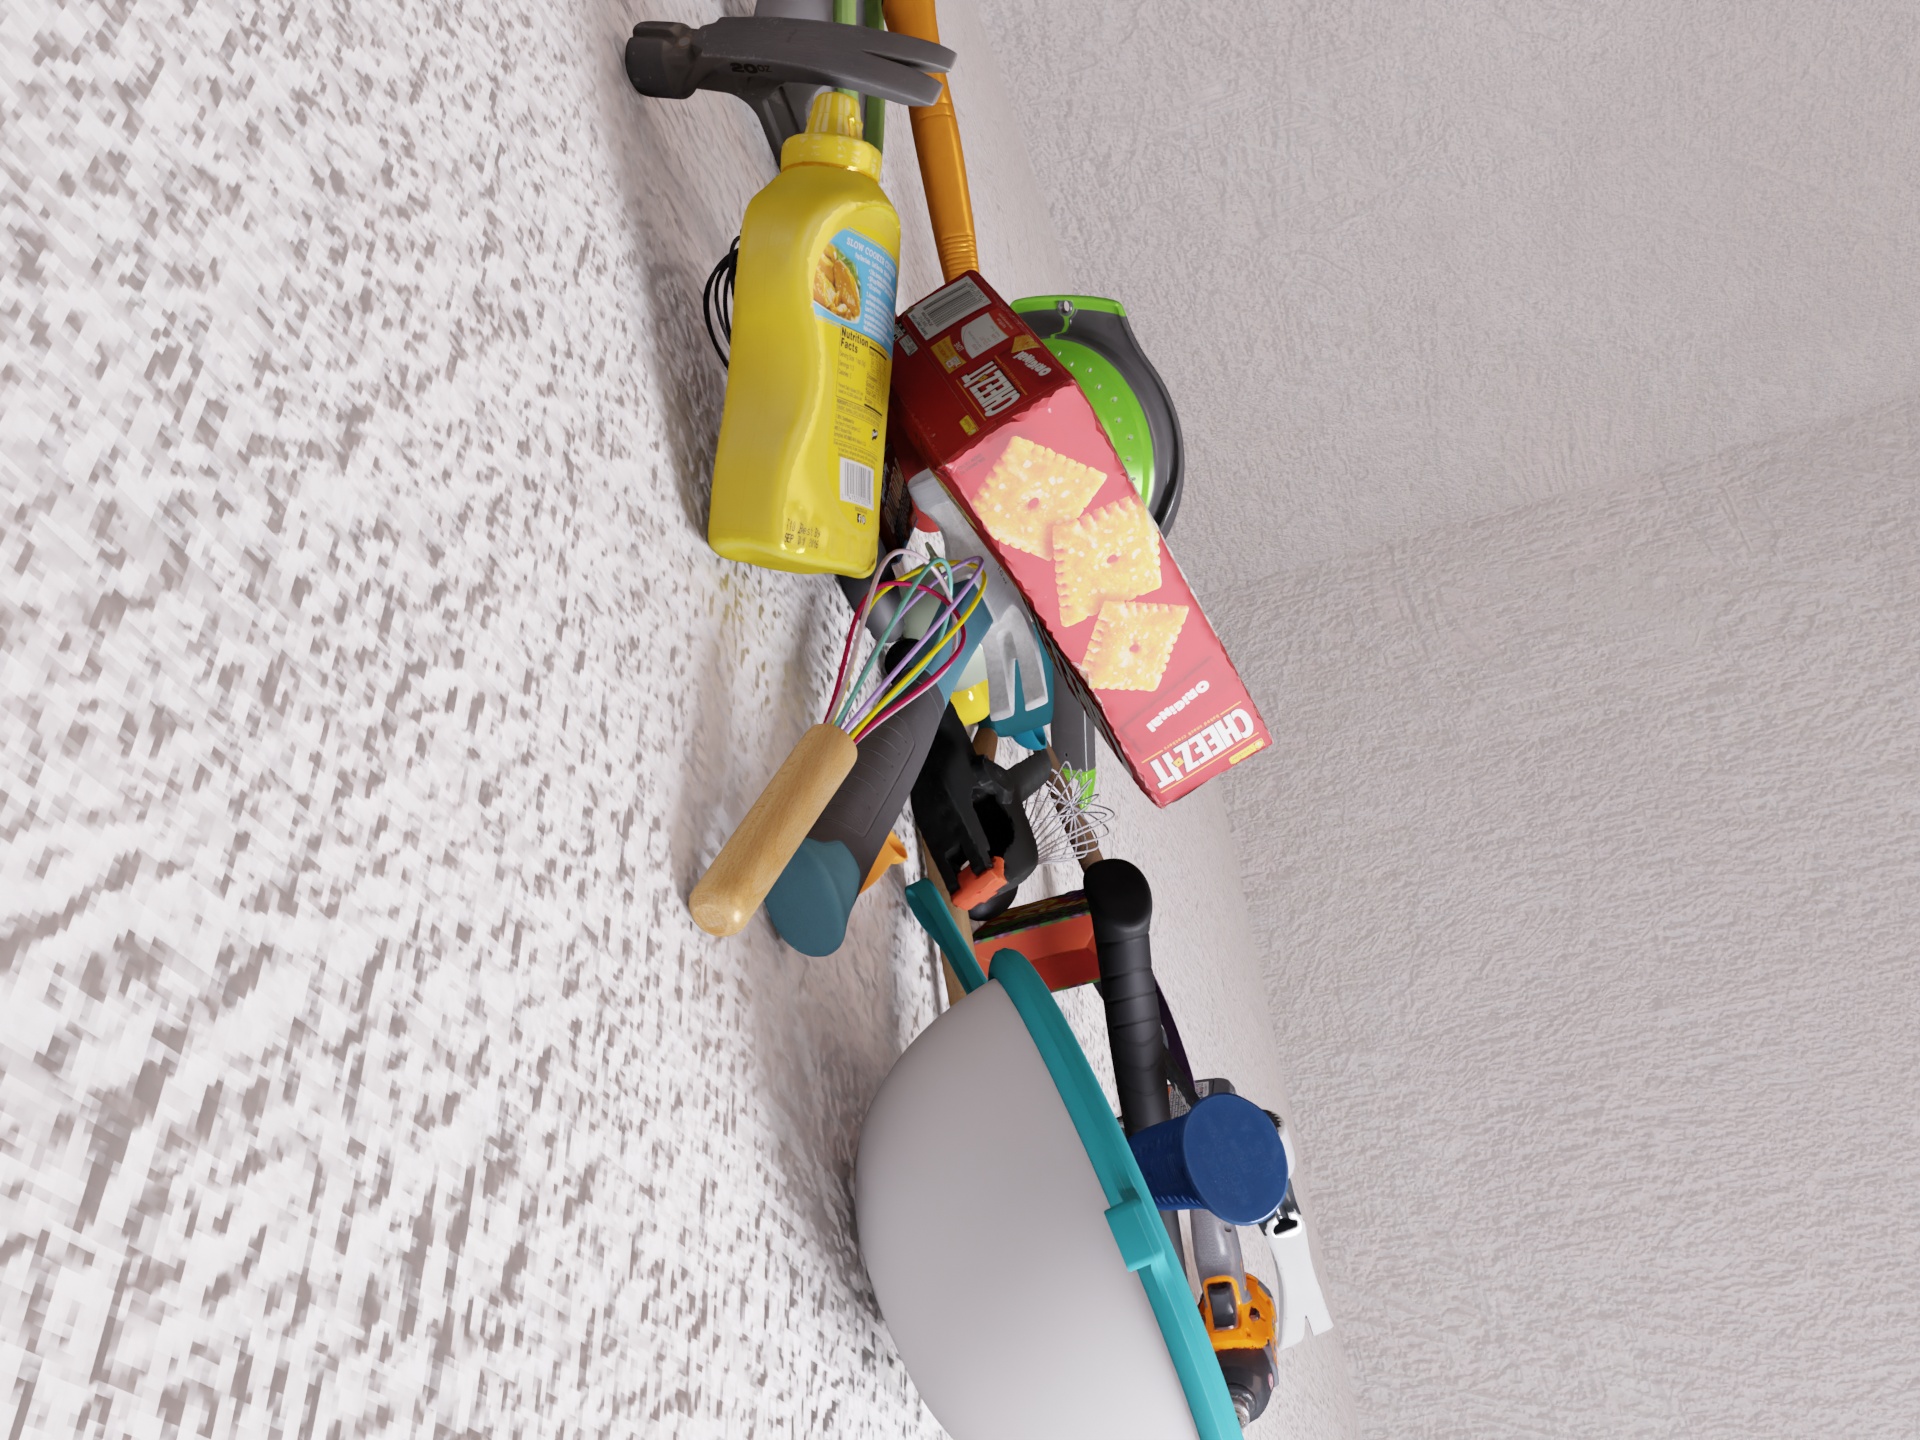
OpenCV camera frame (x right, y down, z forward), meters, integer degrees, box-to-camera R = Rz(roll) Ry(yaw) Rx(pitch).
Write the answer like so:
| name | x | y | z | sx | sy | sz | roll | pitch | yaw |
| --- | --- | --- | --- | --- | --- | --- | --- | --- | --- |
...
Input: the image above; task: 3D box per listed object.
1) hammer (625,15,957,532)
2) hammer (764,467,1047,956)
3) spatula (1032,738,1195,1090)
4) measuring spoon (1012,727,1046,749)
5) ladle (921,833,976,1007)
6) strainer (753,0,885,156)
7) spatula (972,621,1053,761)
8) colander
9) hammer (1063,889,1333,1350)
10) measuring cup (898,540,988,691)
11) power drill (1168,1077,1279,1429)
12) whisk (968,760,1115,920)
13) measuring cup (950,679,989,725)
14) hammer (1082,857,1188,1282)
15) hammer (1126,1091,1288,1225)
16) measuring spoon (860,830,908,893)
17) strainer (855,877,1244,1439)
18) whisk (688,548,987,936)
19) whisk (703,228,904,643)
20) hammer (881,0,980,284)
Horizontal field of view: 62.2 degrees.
| name | x | y | z | sx | sy | sz | roll | pitch | yaw |
| --- | --- | --- | --- | --- | --- | --- | --- | --- | --- |
| hammer | -0.040 | -0.205 | 0.817 | 0.358 | 0.149 | 0.037 | 65 | 42 | -61 |
| hammer | -0.022 | -0.007 | 0.721 | 0.128 | 0.033 | 0.331 | 61 | 25 | -19 |
| spatula | 0.105 | 0.126 | 1.127 | 0.059 | 0.018 | 0.316 | 87 | -15 | -52 |
| measuring spoon | 0.026 | -0.033 | 1.147 | 0.128 | 0.021 | 0.042 | 62 | 15 | -13 |
| ladle | 0.017 | 0.148 | 0.773 | 0.078 | 0.062 | 0.320 | 81 | -2 | -57 |
| strainer | -0.087 | -0.334 | 0.912 | 0.151 | 0.069 | 0.256 | 74 | 19 | -78 |
| spatula | 0.024 | 0.019 | 0.991 | 0.318 | 0.044 | 0.082 | -71 | 159 | -67 |
| colander | 0.058 | -0.109 | 1.184 | 0.094 | 0.205 | 0.397 | -21 | 115 | -45 |
| hammer | 0.122 | 0.202 | 0.953 | 0.409 | 0.036 | 0.149 | -123 | -167 | -69 |
| measuring cup | -0.018 | -0.070 | 0.944 | 0.083 | 0.038 | 0.168 | 58 | 4 | -25 |
| power drill | 0.191 | 0.403 | 1.193 | 0.164 | 0.084 | 0.226 | -44 | 122 | -76 |
| whisk | 0.042 | 0.078 | 0.989 | 0.284 | 0.070 | 0.070 | -29 | 103 | -72 |
| measuring cup | -0.001 | -0.003 | 0.931 | 0.157 | 0.029 | 0.062 | -84 | 156 | -63 |
| hammer | 0.099 | 0.229 | 0.828 | 0.146 | 0.035 | 0.334 | -124 | -157 | -71 |
| hammer | 0.073 | 0.198 | 0.711 | 0.405 | 0.035 | 0.144 | 103 | -26 | -72 |
| measuring spoon | -0.046 | 0.065 | 0.699 | 0.021 | 0.011 | 0.117 | 53 | 14 | 4 |
| strainer | -0.001 | 0.169 | 0.626 | 0.341 | 0.095 | 0.210 | -125 | -165 | -59 |
| whisk | -0.044 | -0.001 | 0.611 | 0.245 | 0.047 | 0.051 | -60 | 168 | -51 |
| whisk | -0.065 | -0.124 | 0.758 | 0.055 | 0.055 | 0.238 | -93 | 167 | -45 |
| hammer | -0.001 | -0.268 | 0.921 | 0.127 | 0.034 | 0.337 | 135 | -55 | -84 |
